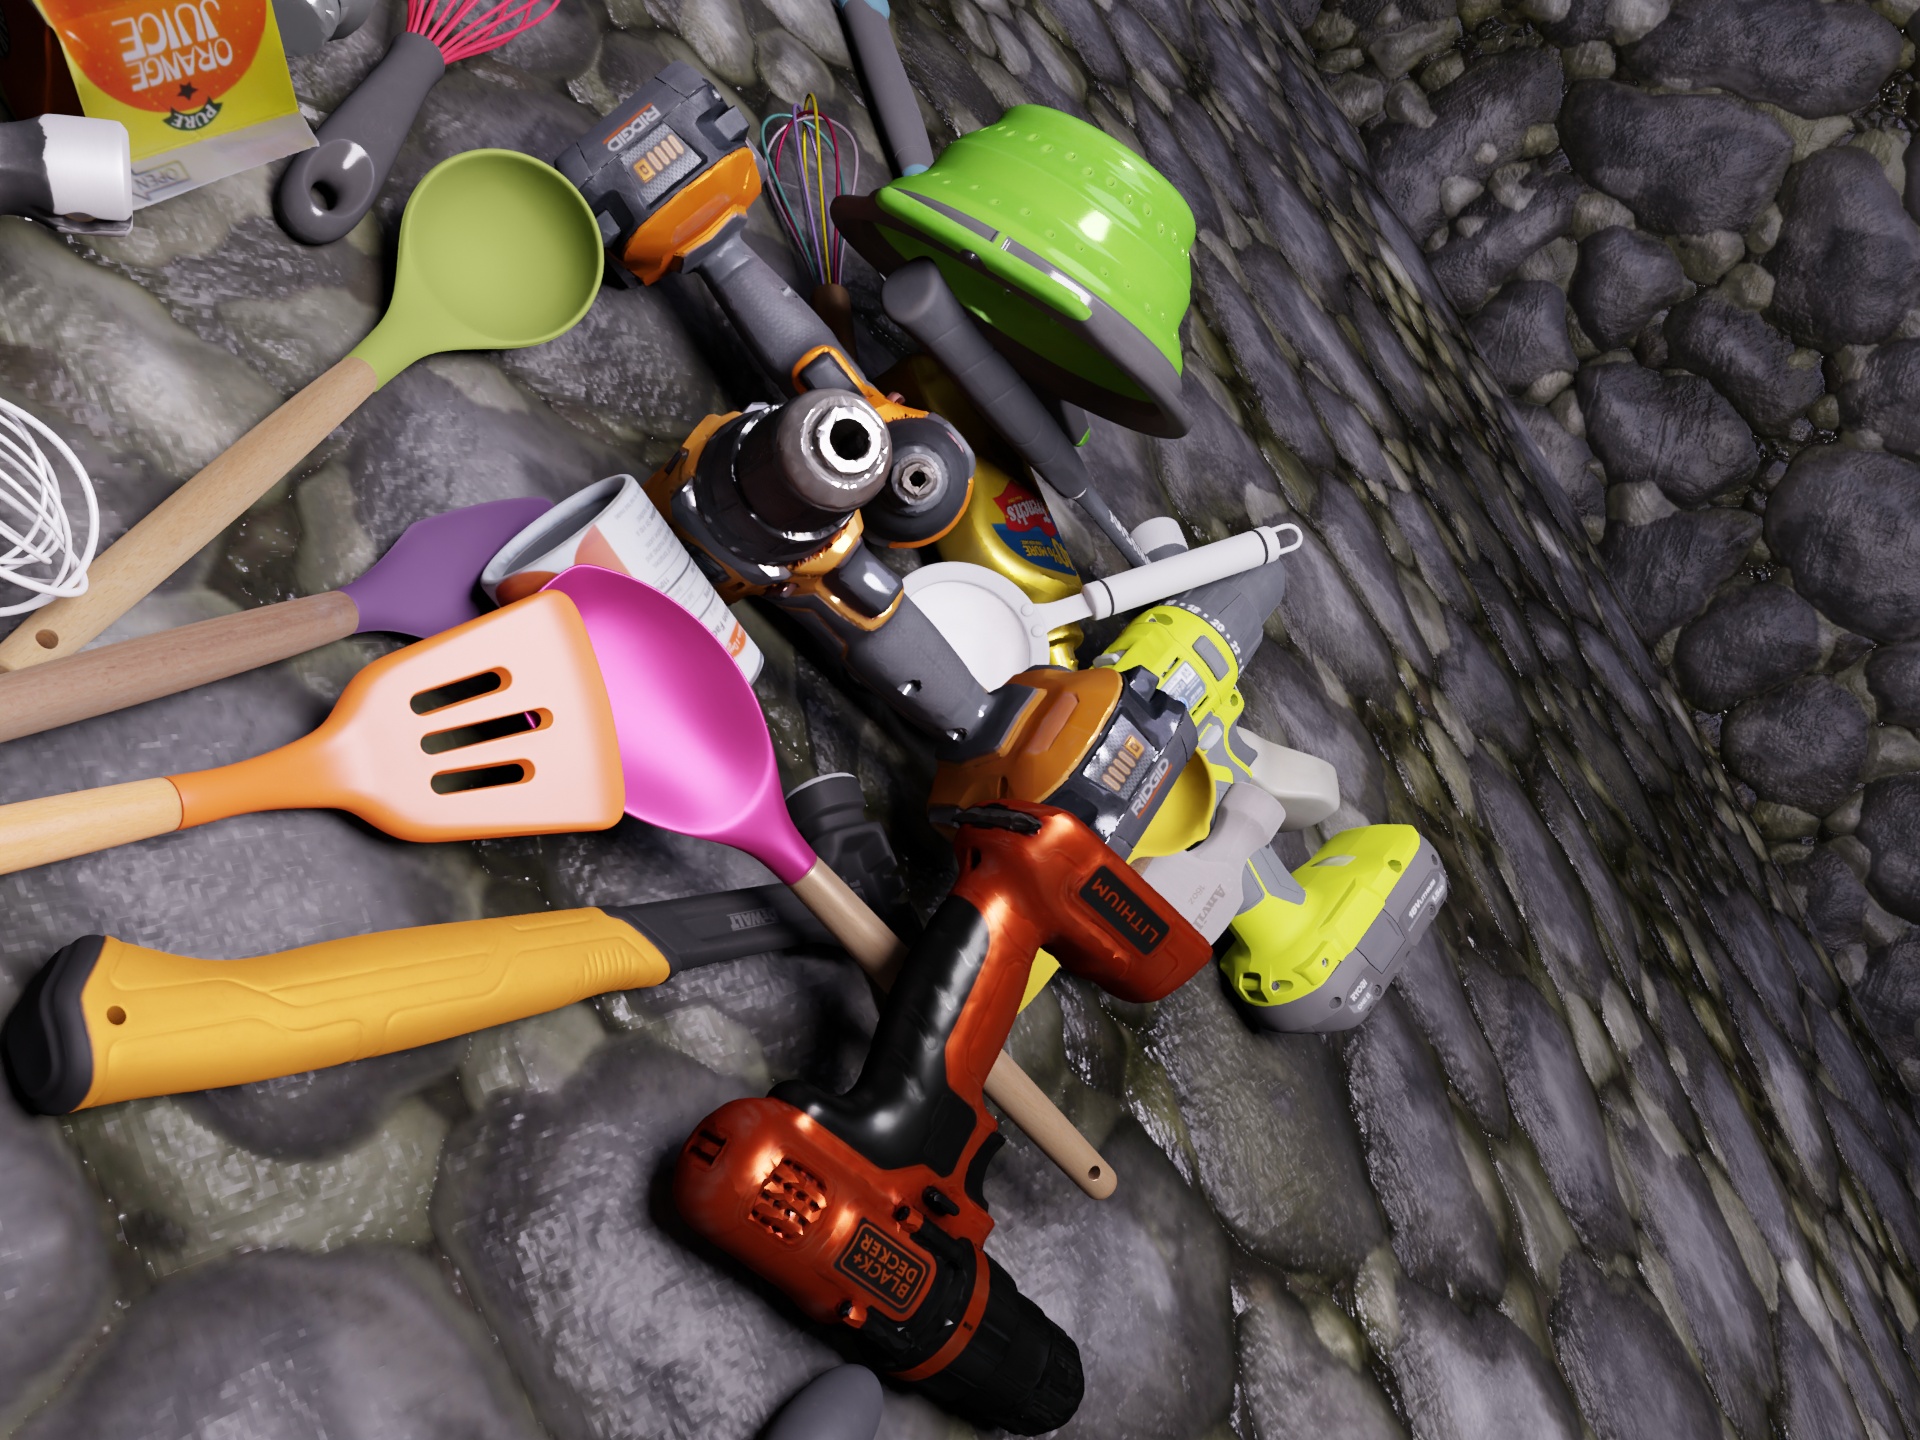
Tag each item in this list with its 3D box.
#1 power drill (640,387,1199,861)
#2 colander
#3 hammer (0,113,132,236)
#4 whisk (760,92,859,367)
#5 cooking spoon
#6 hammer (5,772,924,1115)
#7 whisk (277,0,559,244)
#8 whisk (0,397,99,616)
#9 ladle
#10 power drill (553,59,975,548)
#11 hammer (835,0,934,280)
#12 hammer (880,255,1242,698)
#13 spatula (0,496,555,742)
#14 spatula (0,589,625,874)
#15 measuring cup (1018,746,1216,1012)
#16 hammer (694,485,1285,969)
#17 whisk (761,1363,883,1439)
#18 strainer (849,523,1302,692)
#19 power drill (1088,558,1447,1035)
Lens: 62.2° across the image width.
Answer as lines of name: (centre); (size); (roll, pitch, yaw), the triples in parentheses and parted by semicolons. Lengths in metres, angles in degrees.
power drill: (-0.015, -0.034, 0.607); (0.226, 0.185, 0.084); (40, 71, -17)
colander: (0.058, -0.227, 0.853); (0.204, 0.094, 0.397); (32, 3, 8)
hammer: (-0.324, -0.296, 0.448); (0.146, 0.035, 0.335); (-3, 78, -27)
whisk: (-0.075, -0.252, 0.873); (0.051, 0.047, 0.245); (14, 55, -38)
cooking spoon: (-0.041, 0.072, 0.575); (0.318, 0.017, 0.069); (49, 68, -19)
hammer: (-0.123, 0.084, 0.515); (0.336, 0.034, 0.127); (-1, 62, -55)
whisk: (-0.227, -0.295, 0.687); (0.073, 0.073, 0.296); (38, 42, -30)
whisk: (-0.326, -0.111, 0.392); (0.246, 0.058, 0.059); (40, 3, -19)
ladle: (-0.213, -0.113, 0.543); (0.078, 0.062, 0.320); (47, 35, -21)
power drill: (-0.077, -0.172, 0.712); (0.226, 0.084, 0.164); (51, 0, -12)
hammer: (-0.029, -0.367, 1.049); (0.128, 0.033, 0.331); (16, 50, -50)
hammer: (0.064, -0.121, 0.856); (0.408, 0.036, 0.149); (36, 32, -58)
spatula: (-0.210, -0.026, 0.494); (0.060, 0.018, 0.316); (62, 27, -3)
spatula: (-0.222, 0.025, 0.408); (0.322, 0.041, 0.081); (-17, 95, -54)
measuring cup: (0.054, 0.071, 0.711); (0.062, 0.156, 0.029); (40, -9, -15)
hammer: (-0.001, -0.002, 0.723); (0.331, 0.031, 0.130); (39, 72, -14)
whisk: (-0.087, 0.250, 0.402); (0.070, 0.070, 0.284); (58, 25, 1)
strainer: (0.061, -0.055, 0.795); (0.258, 0.050, 0.087); (-19, 76, -16)
power drill: (0.158, 0.035, 0.851); (0.190, 0.080, 0.228); (-47, 107, -26)
